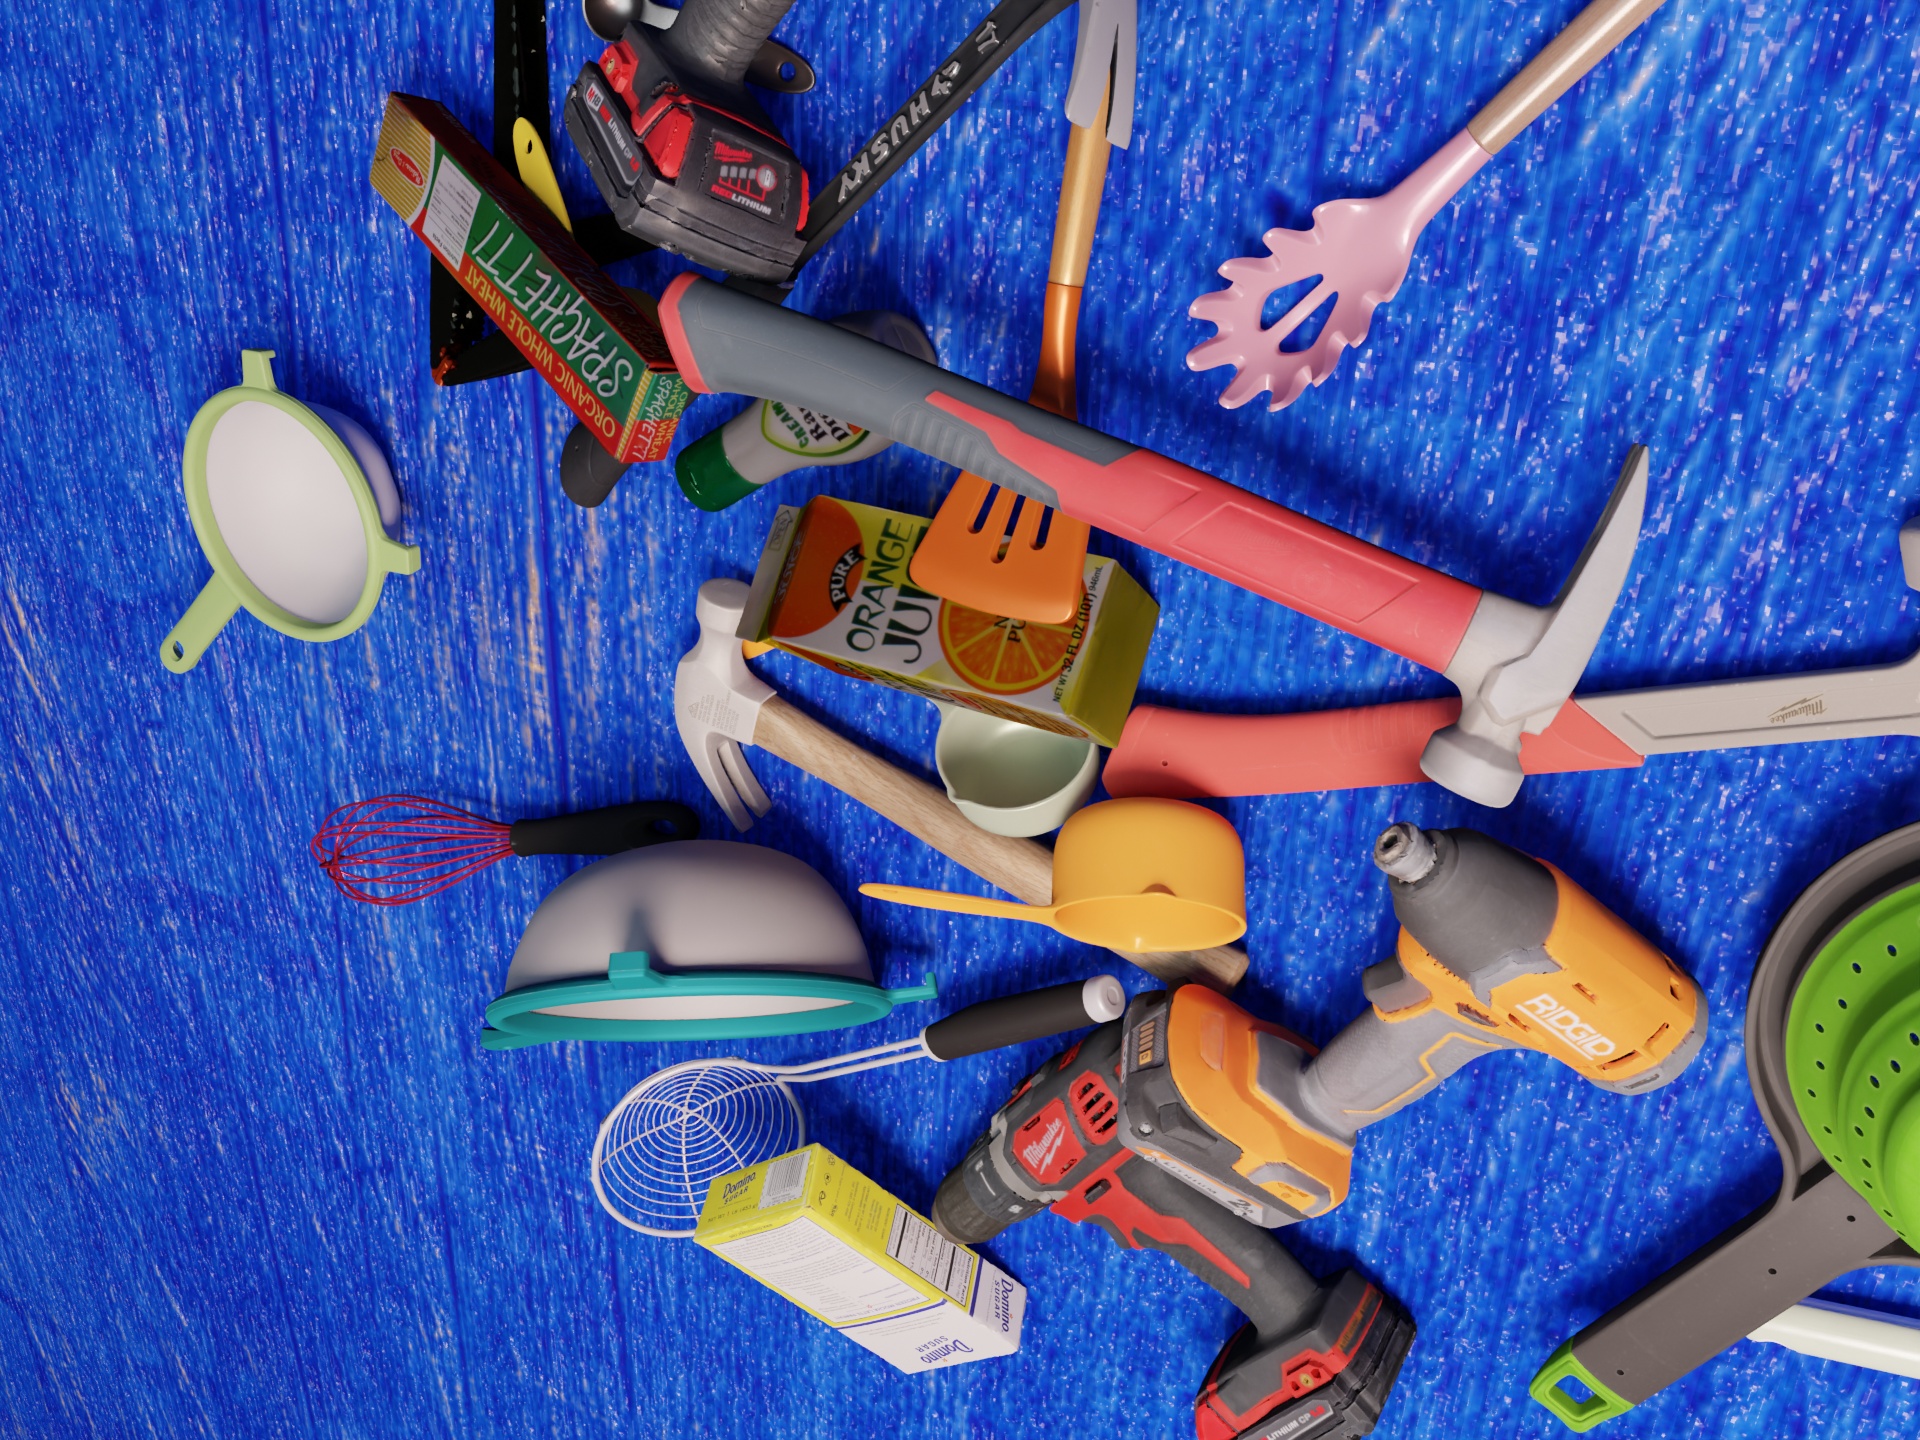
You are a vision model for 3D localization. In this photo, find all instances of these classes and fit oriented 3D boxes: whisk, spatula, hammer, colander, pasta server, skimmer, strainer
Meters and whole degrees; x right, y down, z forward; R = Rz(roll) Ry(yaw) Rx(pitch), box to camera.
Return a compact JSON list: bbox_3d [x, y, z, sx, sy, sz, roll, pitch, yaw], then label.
[{"bbox_3d":[0.443,0.261,0.632,0.246,0.057,0.059,2,77,33],"label":"whisk"},{"bbox_3d":[-0.283,0.074,0.975,0.296,0.073,0.073,-6,107,26],"label":"whisk"},{"bbox_3d":[0.043,-0.201,0.643,0.081,0.041,0.322,18,111,24],"label":"spatula"},{"bbox_3d":[0.227,0.014,0.654,0.359,0.037,0.149,-7,107,32],"label":"hammer"},{"bbox_3d":[0.343,0.193,0.589,0.204,0.094,0.397,39,126,9],"label":"colander"},{"bbox_3d":[-0.071,-0.206,0.703,0.409,0.036,0.149,-33,58,42],"label":"hammer"},{"bbox_3d":[0.204,-0.225,0.562,0.060,0.040,0.316,51,125,3],"label":"pasta server"},{"bbox_3d":[-0.008,0.054,0.810,0.331,0.031,0.130,29,127,16],"label":"hammer"},{"bbox_3d":[0.061,-0.108,0.622,0.386,0.038,0.143,24,105,9],"label":"hammer"},{"bbox_3d":[-0.061,0.214,0.868,0.363,0.090,0.127,-23,130,38],"label":"skimmer"},{"bbox_3d":[-0.410,-0.103,0.962,0.256,0.069,0.151,-34,94,37],"label":"strainer"},{"bbox_3d":[-0.184,0.129,0.895,0.340,0.210,0.095,-19,67,46],"label":"strainer"}]

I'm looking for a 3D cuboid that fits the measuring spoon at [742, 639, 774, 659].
[{"bbox_3d":[-0.090,-0.053,0.828,0.117,0.011,0.021,-22,98,36],"label":"measuring spoon"}]

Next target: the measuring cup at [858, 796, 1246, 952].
[{"bbox_3d":[0.043,0.064,0.719,0.173,0.052,0.095,6,157,3],"label":"measuring cup"}]

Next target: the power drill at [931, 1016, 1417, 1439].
[{"bbox_3d":[0.098,0.281,0.825,0.227,0.080,0.187,47,126,9],"label":"power drill"}]

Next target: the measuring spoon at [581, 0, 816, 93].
[{"bbox_3d":[-0.118,-0.314,0.733,0.124,0.018,0.034,26,114,11],"label":"measuring spoon"}]

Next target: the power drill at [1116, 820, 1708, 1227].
[{"bbox_3d":[0.171,0.127,0.679,0.164,0.084,0.226,35,130,-23],"label":"power drill"}]

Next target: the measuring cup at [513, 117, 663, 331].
[{"bbox_3d":[-0.175,-0.218,0.753,0.062,0.029,0.157,-34,73,41],"label":"measuring cup"}]

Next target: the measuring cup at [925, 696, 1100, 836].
[{"bbox_3d":[-0.001,-0.002,0.777,0.168,0.083,0.038,36,161,35],"label":"measuring cup"}]

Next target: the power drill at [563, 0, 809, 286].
[{"bbox_3d":[-0.065,-0.294,0.628,0.219,0.078,0.143,-53,48,27],"label":"power drill"}]
